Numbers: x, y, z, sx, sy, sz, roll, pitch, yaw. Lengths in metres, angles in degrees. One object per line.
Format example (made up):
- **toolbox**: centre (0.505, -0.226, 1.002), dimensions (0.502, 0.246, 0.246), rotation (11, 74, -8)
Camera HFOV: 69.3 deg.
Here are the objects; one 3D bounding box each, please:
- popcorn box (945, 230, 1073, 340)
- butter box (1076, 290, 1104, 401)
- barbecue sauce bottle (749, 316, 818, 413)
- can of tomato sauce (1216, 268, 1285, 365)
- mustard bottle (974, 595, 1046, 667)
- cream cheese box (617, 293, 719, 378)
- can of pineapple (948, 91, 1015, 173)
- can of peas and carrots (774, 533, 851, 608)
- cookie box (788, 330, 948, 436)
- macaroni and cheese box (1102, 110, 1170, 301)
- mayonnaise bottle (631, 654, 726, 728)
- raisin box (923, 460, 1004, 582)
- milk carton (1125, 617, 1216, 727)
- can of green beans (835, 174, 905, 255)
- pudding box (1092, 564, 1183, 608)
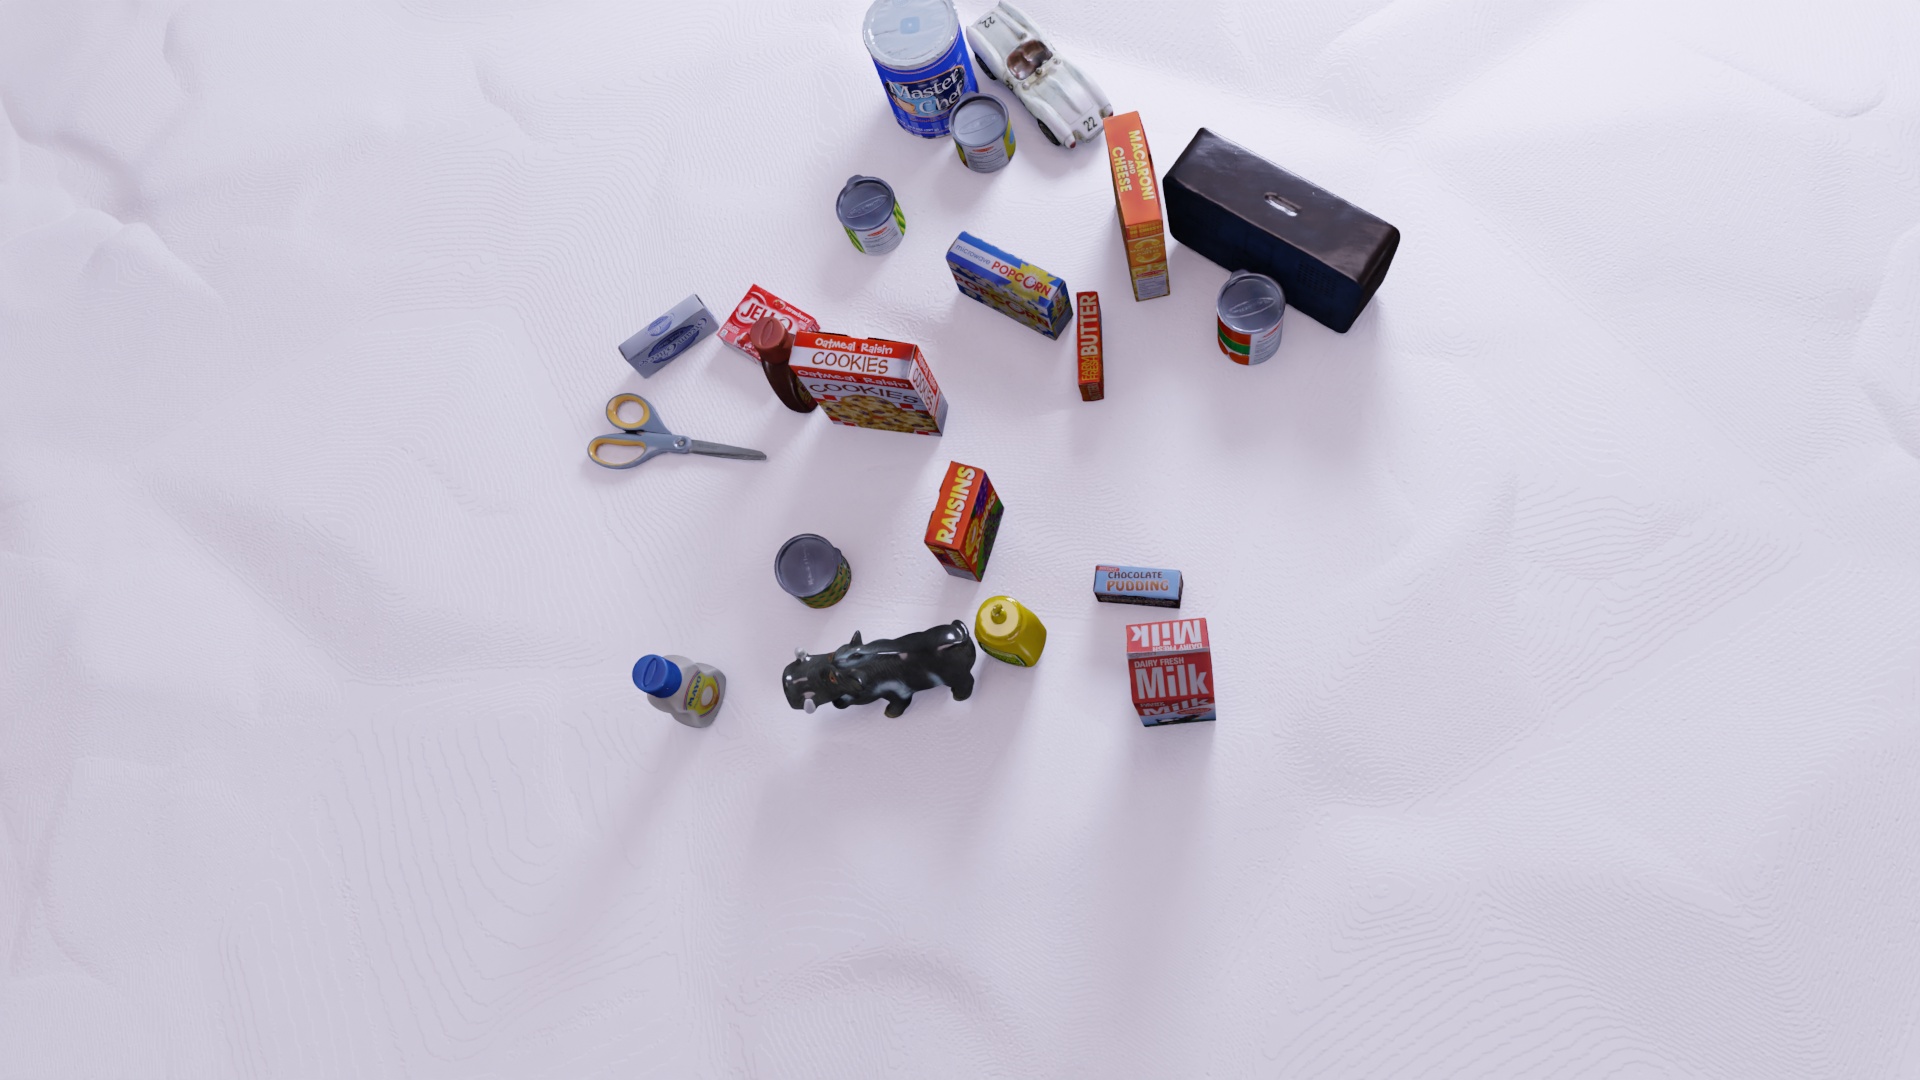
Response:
- **popcorn box**: centre (0.051, -0.265, 1.447), dimensions (0.127, 0.085, 0.038), rotation (30, 82, 17)
- **butter box**: centre (0.133, -0.199, 1.430), dimensions (0.024, 0.053, 0.104), rotation (-3, 74, 10)
- **barbecue sauce bottle**: centre (-0.178, -0.185, 1.432), dimensions (0.044, 0.148, 0.065), rotation (16, 78, 14)
- **can of tomato sauce**: centre (0.289, -0.222, 1.392), dimensions (0.071, 0.083, 0.071), rotation (-3, 74, 10)
- **mustard bottle**: centre (0.042, 0.082, 1.308), dimensions (0.065, 0.160, 0.049), rotation (17, 78, 15)
- **cream cheese box**: centre (-0.318, -0.223, 1.519), dimensions (0.104, 0.053, 0.024), rotation (-35, 71, -1)
- **can of pineapple**: centre (0.025, -0.446, 1.519), dimensions (0.071, 0.057, 0.071), rotation (-3, 74, 10)
- **can of peas and carrots**: centre (-0.147, 0.031, 1.411), dimensions (0.071, 0.058, 0.071), rotation (-3, 74, 10)
- **cookie box**: centre (-0.089, -0.156, 1.397), dimensions (0.123, 0.167, 0.040), rotation (8, 76, 13)
- **macaroni and cheese box**: centre (0.179, -0.334, 1.401), dimensions (0.040, 0.166, 0.124), rotation (-11, 73, 7)
- **mayonnaise bottle**: centre (-0.274, 0.142, 1.354), dimensions (0.041, 0.148, 0.065), rotation (15, 78, 14)
- **raisin box**: centre (0.005, -0.017, 1.363), dimensions (0.040, 0.123, 0.086), rotation (15, 78, 14)
- **milk carton**: centre (0.191, 0.118, 1.254), dimensions (0.072, 0.190, 0.073), rotation (-6, 74, 9)
- **can of green beans**: centre (-0.097, -0.353, 1.514), dimensions (0.071, 0.057, 0.071), rotation (-3, 74, 10)
- **pudding box**: centre (0.174, 0.044, 1.353), dimensions (0.084, 0.049, 0.030), rotation (4, 75, 12)
